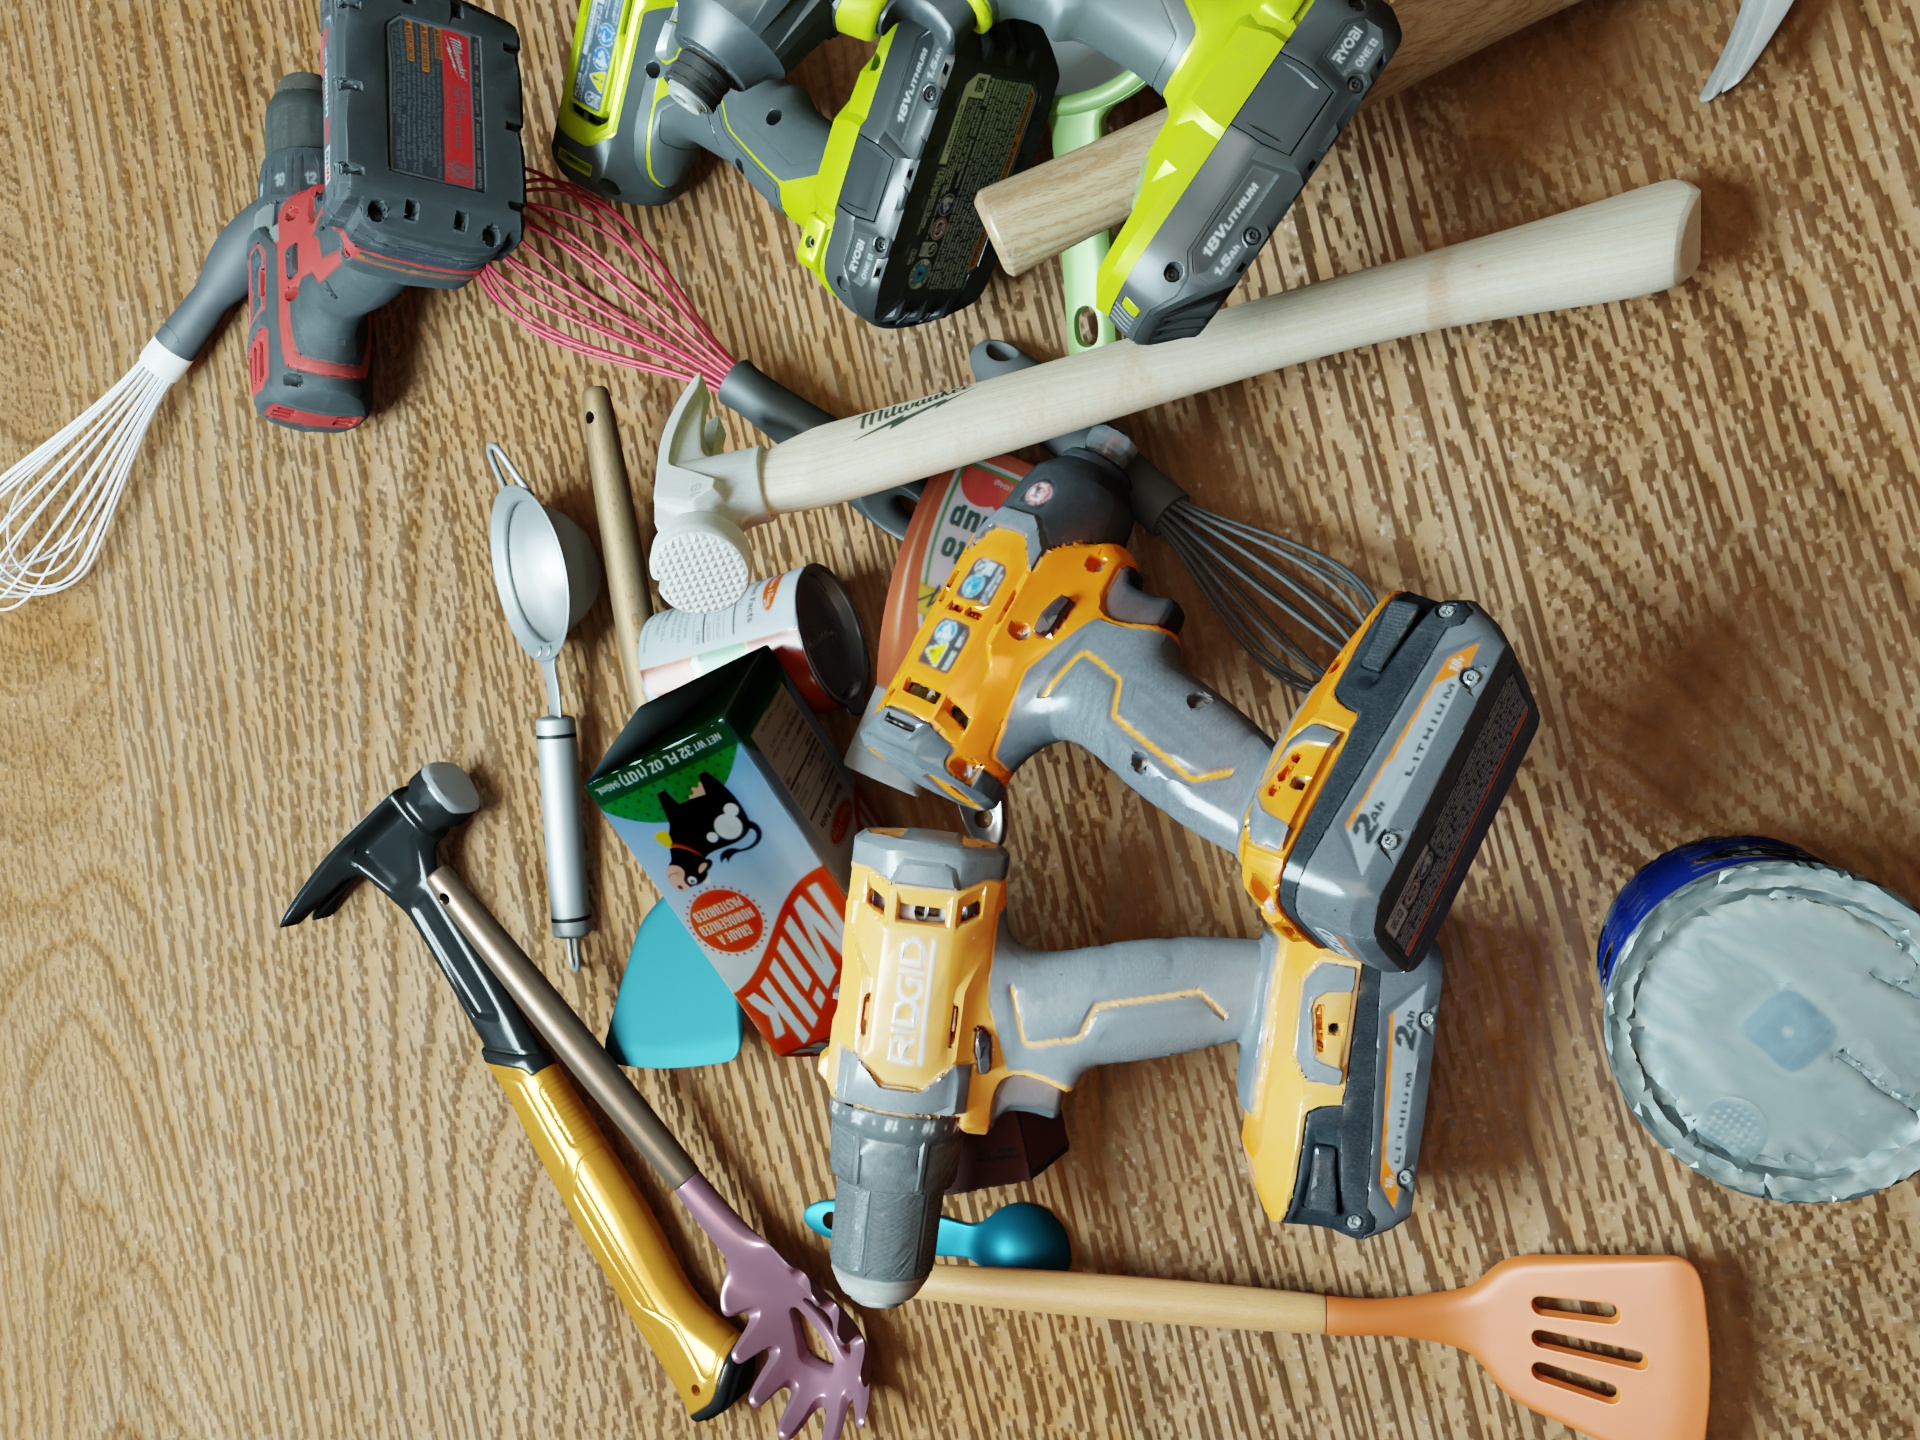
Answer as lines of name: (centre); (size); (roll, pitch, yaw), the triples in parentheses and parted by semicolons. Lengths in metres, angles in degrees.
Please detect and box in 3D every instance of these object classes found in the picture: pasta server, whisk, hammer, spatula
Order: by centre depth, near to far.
hammer: (0.163, -0.252, 0.604); (0.331, 0.031, 0.130); (-24, 96, 7)
hammer: (0.077, -0.144, 0.628); (0.410, 0.146, 0.038); (-15, 127, 5)
spatula: (0.121, 0.238, 0.635); (0.322, 0.041, 0.081); (0, 90, 12)
whisk: (0.089, -0.089, 0.665); (0.239, 0.055, 0.055); (44, 104, 21)
pasta server: (-0.146, 0.193, 0.728); (0.060, 0.040, 0.316); (-42, 86, 21)
whisk: (-0.120, -0.167, 0.739); (0.296, 0.073, 0.073); (36, 102, 11)
spatula: (-0.150, 0.001, 0.743); (0.082, 0.044, 0.317); (-8, 93, 31)
hammer: (-0.209, 0.189, 0.776); (0.127, 0.034, 0.337); (-40, 77, 20)
whisk: (-0.451, -0.172, 0.867); (0.070, 0.070, 0.284); (45, 100, 15)

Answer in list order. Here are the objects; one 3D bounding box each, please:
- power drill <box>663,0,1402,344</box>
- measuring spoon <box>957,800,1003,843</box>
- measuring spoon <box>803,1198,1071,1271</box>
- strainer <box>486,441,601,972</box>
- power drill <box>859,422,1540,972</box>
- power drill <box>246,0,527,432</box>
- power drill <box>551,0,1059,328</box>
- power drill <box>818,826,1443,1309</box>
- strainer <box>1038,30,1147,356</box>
power drill: (0.020, -0.238, 0.554); (0.223, 0.080, 0.171); (34, 91, -1)
measuring spoon: (-0.001, -0.002, 0.714); (0.034, 0.018, 0.124); (-13, 91, -2)
measuring spoon: (-0.015, 0.232, 0.710); (0.128, 0.021, 0.042); (2, 90, 20)
strainer: (-0.196, -0.005, 0.774); (0.087, 0.050, 0.258); (3, 98, 53)
power drill: (0.086, -0.020, 0.585); (0.227, 0.084, 0.164); (23, 80, 35)
power drill: (-0.286, -0.257, 0.753); (0.227, 0.080, 0.188); (-18, 73, 52)
power drill: (-0.075, -0.289, 0.679); (0.229, 0.080, 0.190); (37, 122, 24)
power drill: (0.057, 0.145, 0.618); (0.226, 0.084, 0.185); (7, 91, 1)
strainer: (0.061, -0.279, 0.673); (0.151, 0.069, 0.256); (6, 110, 34)
